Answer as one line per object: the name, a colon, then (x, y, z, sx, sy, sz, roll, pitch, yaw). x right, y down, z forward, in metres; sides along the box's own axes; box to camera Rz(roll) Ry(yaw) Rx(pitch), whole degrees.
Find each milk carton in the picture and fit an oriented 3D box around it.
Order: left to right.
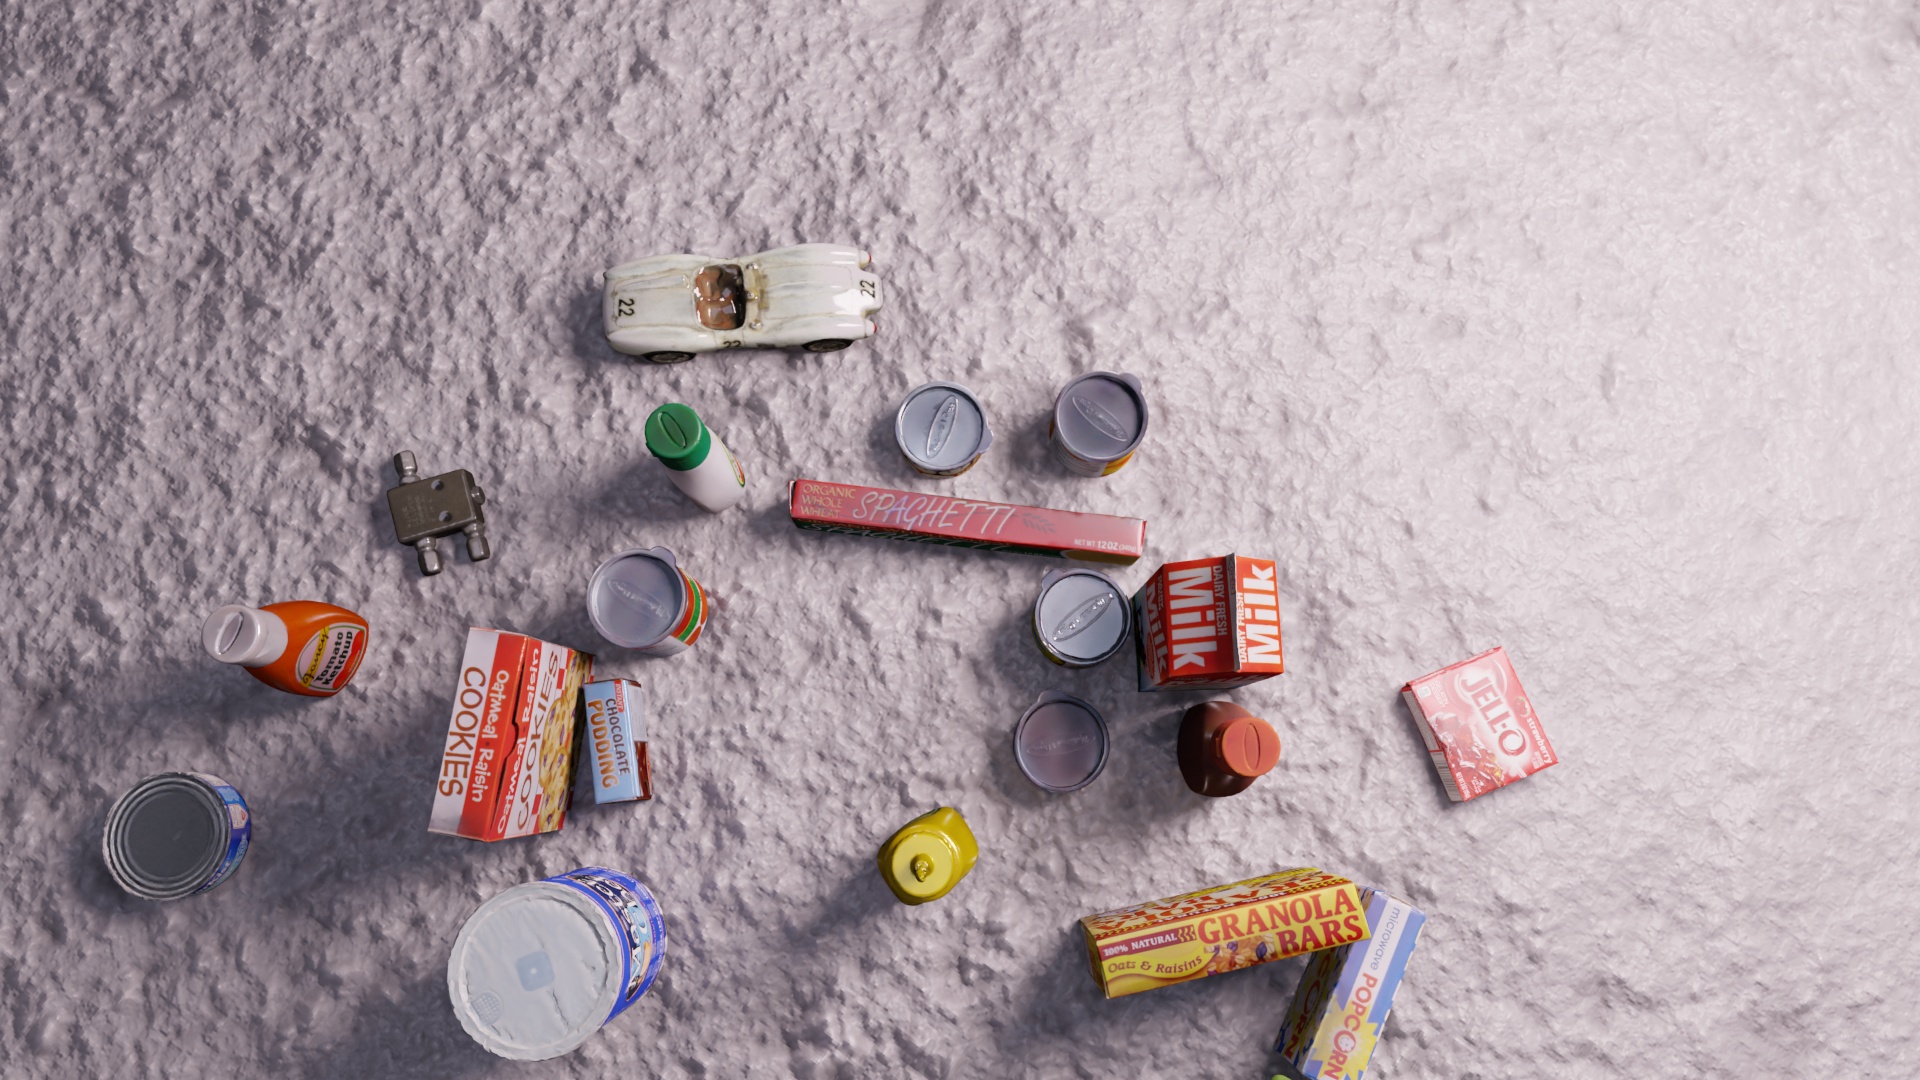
milk carton: (0.160, 0.056, 0.899, 0.073, 0.190, 0.072, -2, 81, 0)

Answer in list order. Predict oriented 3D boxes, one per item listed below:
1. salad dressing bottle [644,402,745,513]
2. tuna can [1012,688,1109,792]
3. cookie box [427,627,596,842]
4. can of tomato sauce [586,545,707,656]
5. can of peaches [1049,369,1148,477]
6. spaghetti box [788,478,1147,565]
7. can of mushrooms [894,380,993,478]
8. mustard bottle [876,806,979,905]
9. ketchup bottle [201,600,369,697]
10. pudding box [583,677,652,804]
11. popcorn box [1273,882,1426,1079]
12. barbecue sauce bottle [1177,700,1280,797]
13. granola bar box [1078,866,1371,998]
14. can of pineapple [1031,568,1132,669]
salad dressing bottle: (-0.180, -0.056, 0.938, 0.044, 0.147, 0.064, -34, 82, -5)
tuna can: (0.069, 0.139, 0.964, 0.071, 0.033, 0.071, 0, 80, 0)
cookie box: (-0.282, 0.126, 0.896, 0.040, 0.167, 0.123, 8, 81, 1)
can of tomato sauce: (-0.212, 0.042, 0.954, 0.071, 0.083, 0.071, 0, 81, 0)
can of peaches: (0.099, -0.084, 0.990, 0.071, 0.058, 0.071, 0, 80, 0)
spaghetti box: (0.004, -0.012, 0.981, 0.250, 0.050, 0.029, 6, 81, 1)
can of mushrooms: (-0.011, -0.078, 1.001, 0.071, 0.033, 0.071, 0, 80, 0)
mustard bottle: (-0.022, 0.203, 0.888, 0.065, 0.160, 0.049, -33, 82, -5)
ketchup bottle: (-0.444, 0.068, 0.914, 0.043, 0.148, 0.065, 22, 81, 3)
pudding box: (-0.234, 0.138, 0.954, 0.030, 0.049, 0.084, -9, 81, -2)
popcorn box: (0.255, 0.291, 0.912, 0.038, 0.085, 0.127, 25, 81, 4)
barbecue sauce bottle: (0.174, 0.136, 0.907, 0.044, 0.148, 0.065, 0, 81, 0)
granola bar box: (0.164, 0.250, 0.899, 0.166, 0.124, 0.039, -12, 81, -2)
can of pineapple: (0.082, 0.054, 0.966, 0.071, 0.058, 0.071, 0, 80, 0)
